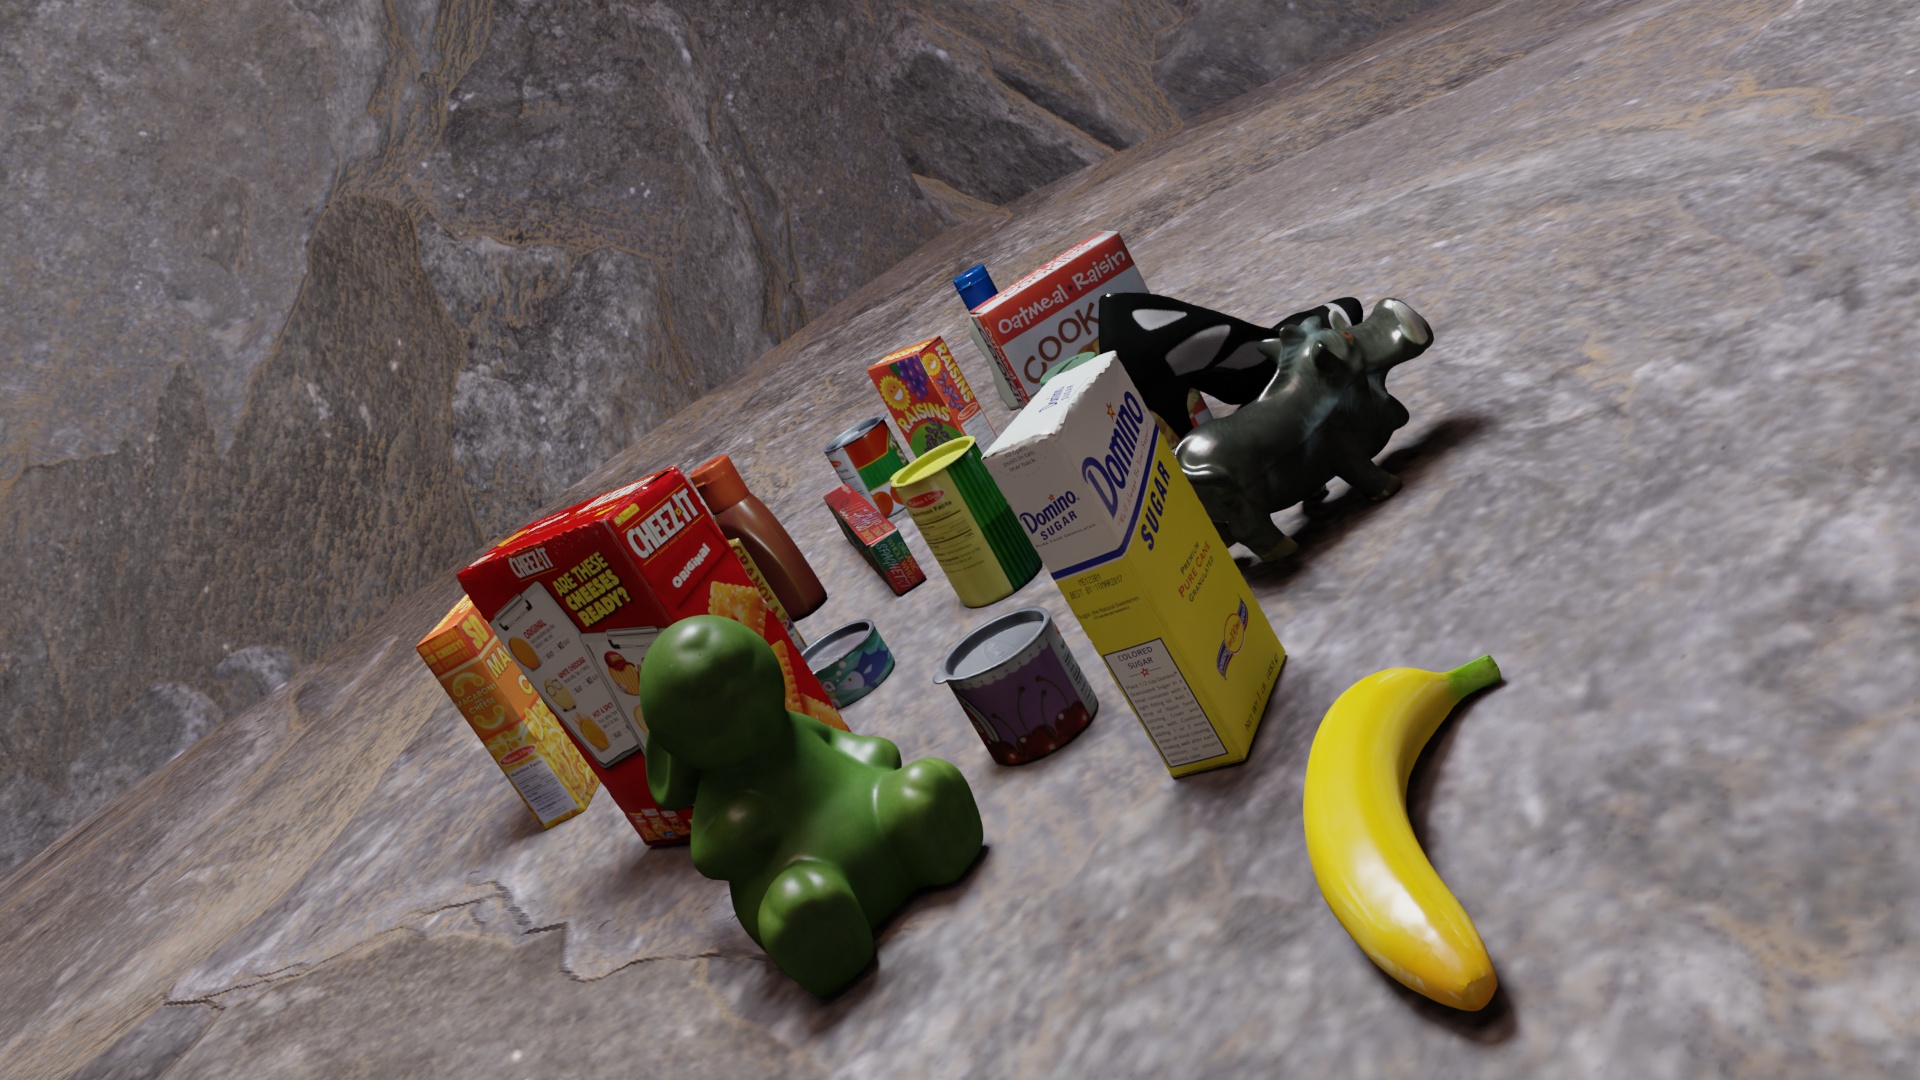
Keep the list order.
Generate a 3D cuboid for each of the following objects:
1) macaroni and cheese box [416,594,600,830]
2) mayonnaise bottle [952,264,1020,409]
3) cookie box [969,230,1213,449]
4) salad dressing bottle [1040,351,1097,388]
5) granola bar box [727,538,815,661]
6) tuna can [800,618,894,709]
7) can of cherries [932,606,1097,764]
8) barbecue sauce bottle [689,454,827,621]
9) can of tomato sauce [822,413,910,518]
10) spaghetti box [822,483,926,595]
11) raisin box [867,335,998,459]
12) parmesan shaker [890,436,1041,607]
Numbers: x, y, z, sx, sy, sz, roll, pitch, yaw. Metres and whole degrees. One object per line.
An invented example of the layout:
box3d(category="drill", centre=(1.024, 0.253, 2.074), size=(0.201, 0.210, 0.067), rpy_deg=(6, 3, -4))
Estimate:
box3d(category="macaroni and cheese box", centre=(-0.329, 0.117, 1.048), size=(0.040, 0.166, 0.124), rpy_deg=(-28, 16, 8))
box3d(category="mayonnaise bottle", centre=(0.043, -0.210, 1.423), size=(0.064, 0.147, 0.041), rpy_deg=(-21, 18, 31))
box3d(category="cookie box", centre=(0.100, -0.131, 1.052), size=(0.123, 0.167, 0.040), rpy_deg=(-33, 16, -10))
box3d(category="salad dressing bottle", centre=(0.096, -0.038, 0.815), size=(0.044, 0.147, 0.064), rpy_deg=(-17, 20, 38))
box3d(category="granola bar box", centre=(-0.184, 0.064, 1.033), size=(0.039, 0.124, 0.165), rpy_deg=(-40, 19, -32))
box3d(category="tuna can", centre=(-0.082, 0.087, 0.952), size=(0.071, 0.032, 0.071), rpy_deg=(-27, 16, 9))
box3d(category="can of cherries", centre=(0.029, 0.078, 0.740), size=(0.071, 0.058, 0.072), rpy_deg=(-28, 16, 9))
box3d(category="barbecue sauce bottle", centre=(-0.174, -0.001, 1.167), size=(0.064, 0.148, 0.044), rpy_deg=(-16, 21, 41))
box3d(category="can of tomato sauce", centre=(-0.081, -0.069, 1.331), size=(0.071, 0.083, 0.071), rpy_deg=(-28, 16, 9))
box3d(category="spaghetti box", centre=(-0.078, -0.005, 1.191), size=(0.029, 0.050, 0.250), rpy_deg=(-32, 16, -6))
box3d(category="raisin box", centre=(-0.025, -0.128, 1.340), size=(0.040, 0.123, 0.086), rpy_deg=(-41, 19, -34))
box3d(category="parmesan shaker", centre=(0.003, -0.012, 0.977), size=(0.071, 0.103, 0.071), rpy_deg=(-28, 16, 9))
